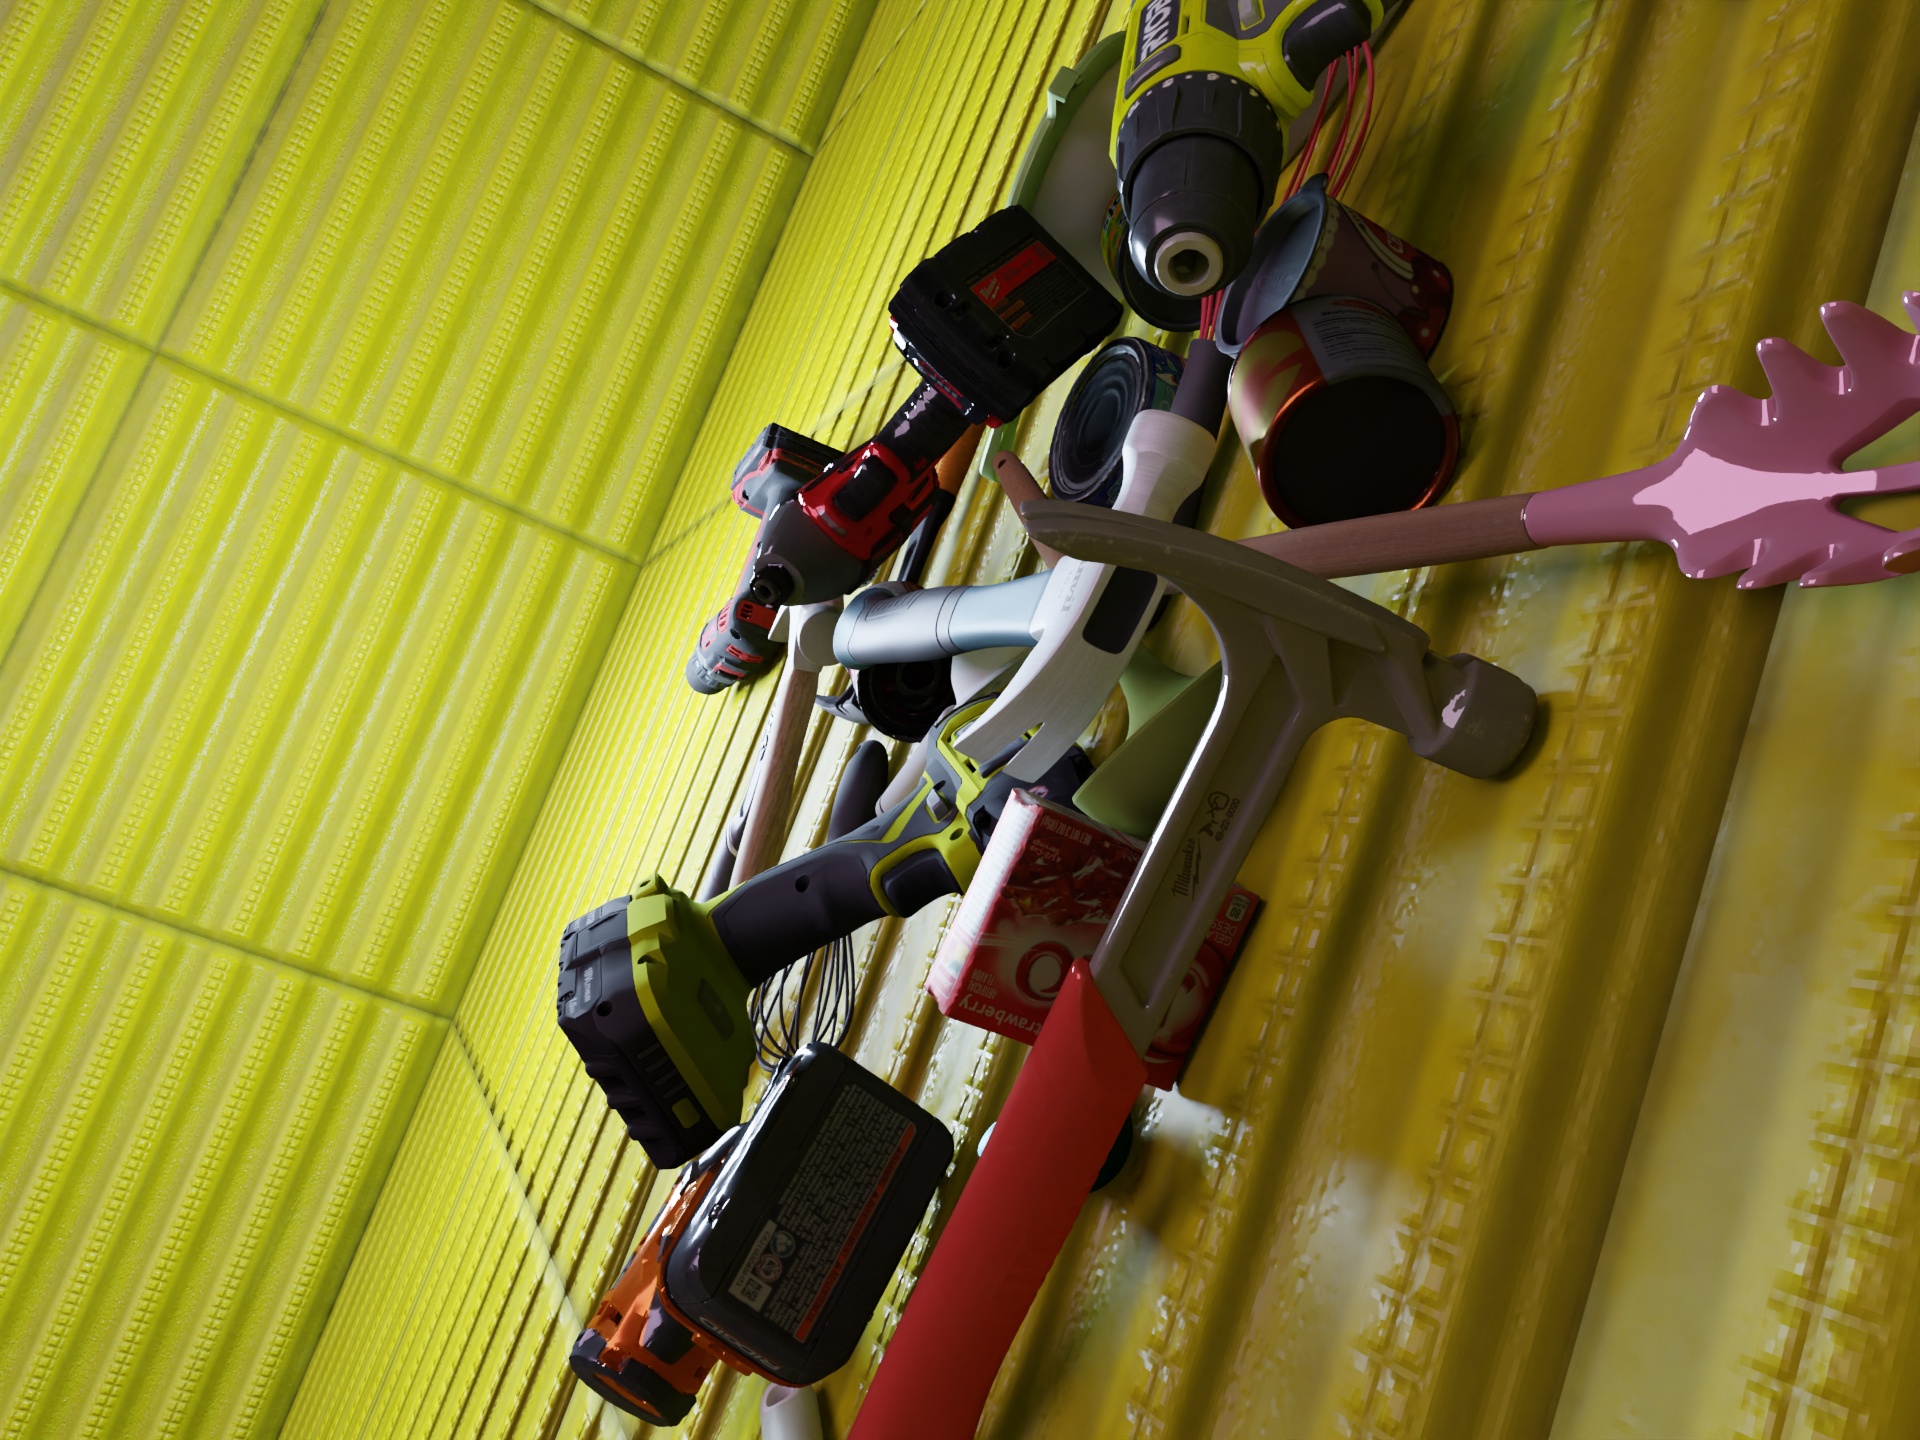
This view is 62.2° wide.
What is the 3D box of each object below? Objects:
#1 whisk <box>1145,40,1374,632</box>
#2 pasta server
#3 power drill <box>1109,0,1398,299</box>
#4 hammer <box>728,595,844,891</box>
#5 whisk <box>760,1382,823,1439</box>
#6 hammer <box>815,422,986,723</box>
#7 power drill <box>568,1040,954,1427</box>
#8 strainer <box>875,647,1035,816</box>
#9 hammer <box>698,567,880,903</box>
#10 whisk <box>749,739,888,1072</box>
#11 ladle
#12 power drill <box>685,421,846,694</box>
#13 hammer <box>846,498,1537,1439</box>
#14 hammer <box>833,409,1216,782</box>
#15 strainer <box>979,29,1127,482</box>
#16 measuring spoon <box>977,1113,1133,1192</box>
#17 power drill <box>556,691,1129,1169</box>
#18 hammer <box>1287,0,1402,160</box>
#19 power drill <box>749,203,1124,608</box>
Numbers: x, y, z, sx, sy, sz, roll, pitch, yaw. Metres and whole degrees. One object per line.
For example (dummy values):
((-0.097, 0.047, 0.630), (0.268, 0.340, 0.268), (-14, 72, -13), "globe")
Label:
((0.116, -0.179, 0.685), (0.073, 0.073, 0.296), (-161, 87, -72), "whisk")
((0.136, -0.055, 0.445), (0.316, 0.040, 0.060), (-1, 82, 62), "pasta server")
((0.146, -0.248, 0.535), (0.228, 0.080, 0.191), (-28, 36, 35), "power drill")
((-0.119, 0.071, 0.950), (0.130, 0.031, 0.331), (-114, 38, -67), "hammer")
((-0.052, 0.315, 0.569), (0.058, 0.059, 0.246), (-29, 16, -3), "whisk")
((-0.012, -0.156, 1.044), (0.127, 0.034, 0.337), (-5, 62, 68), "hammer")
((-0.088, 0.220, 0.707), (0.164, 0.084, 0.226), (-58, 7, -35), "power drill")
((-0.001, -0.003, 0.797), (0.087, 0.050, 0.258), (-35, -10, -36), "strainer")
((-0.145, 0.058, 1.068), (0.149, 0.036, 0.409), (-137, 64, -68), "hammer")
((-0.070, 0.097, 0.878), (0.055, 0.055, 0.239), (-50, 19, 41), "whisk")
((0.047, -0.056, 0.660), (0.078, 0.062, 0.320), (-44, 31, 14), "ladle")
((-0.188, -0.135, 1.448), (0.188, 0.080, 0.227), (-32, 41, 60), "power drill")
((0.022, 0.117, 0.480), (0.037, 0.149, 0.359), (-94, 25, -69), "hammer")
((0.002, -0.044, 0.673), (0.128, 0.033, 0.331), (-67, 17, -6), "hammer")
((0.071, -0.230, 0.854), (0.151, 0.069, 0.256), (-43, -23, -50), "strainer")
((0.033, 0.154, 0.573), (0.042, 0.021, 0.128), (-58, 5, -21), "measuring spoon")
((-0.043, 0.076, 0.635), (0.223, 0.080, 0.171), (-30, 18, -4), "power drill")
((0.160, -0.391, 0.852), (0.146, 0.035, 0.335), (-57, 20, 24), "hammer")
((-0.026, -0.142, 0.799), (0.219, 0.078, 0.143), (-44, 3, 45), "power drill")
